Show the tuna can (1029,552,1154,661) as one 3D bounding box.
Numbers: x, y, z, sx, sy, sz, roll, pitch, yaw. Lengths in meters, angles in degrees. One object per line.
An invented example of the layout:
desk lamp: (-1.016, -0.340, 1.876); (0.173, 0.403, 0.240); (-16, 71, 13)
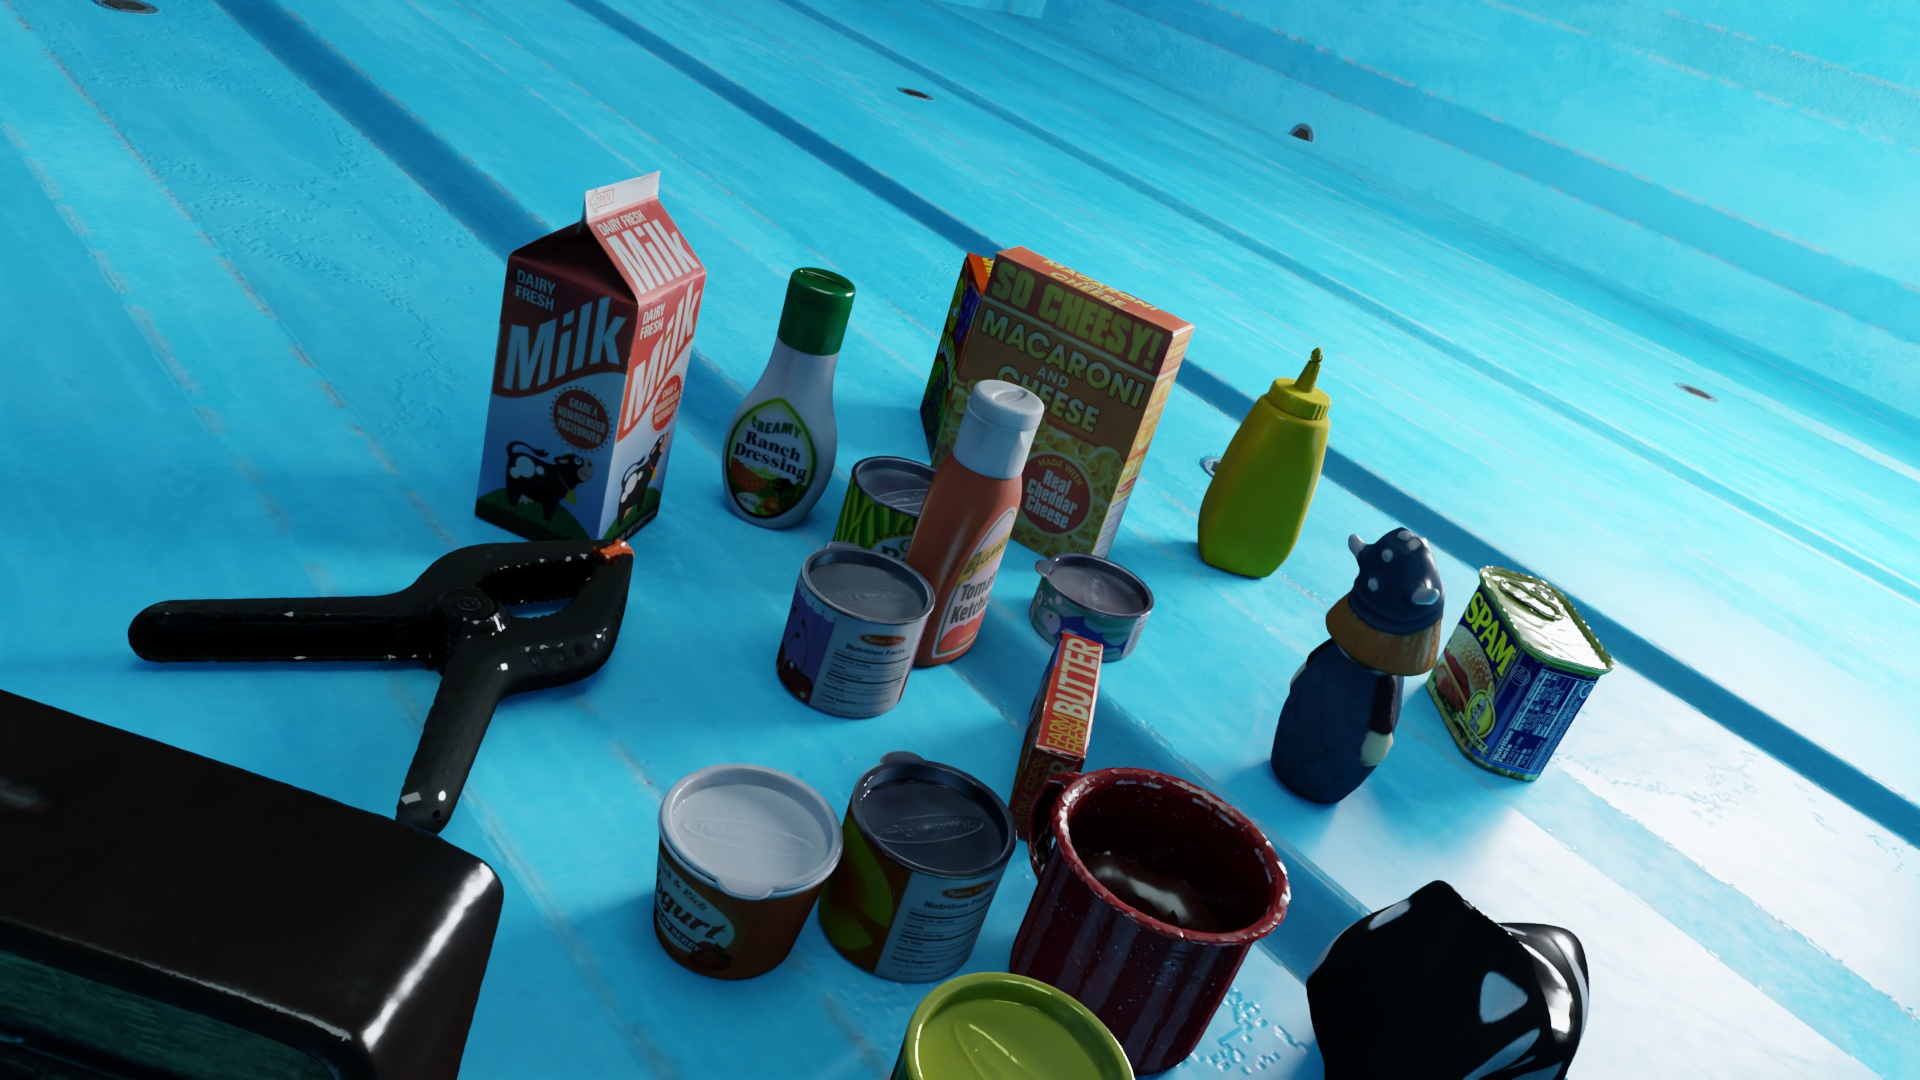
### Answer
tuna can: (0.072, 0.037, 0.794); (0.071, 0.032, 0.071); (14, 28, -7)

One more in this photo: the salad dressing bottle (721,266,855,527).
salad dressing bottle: (-0.094, -0.080, 0.784); (0.064, 0.147, 0.044); (21, 27, 6)

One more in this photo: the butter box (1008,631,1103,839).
butter box: (0.045, 0.091, 0.656); (0.024, 0.053, 0.104); (19, 27, 1)

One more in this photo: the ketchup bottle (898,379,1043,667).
ketchup bottle: (0.003, -0.009, 0.711); (0.043, 0.148, 0.065); (30, 29, 22)

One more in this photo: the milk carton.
milk carton: (-0.185, -0.092, 0.704); (0.073, 0.189, 0.073); (22, 27, 8)

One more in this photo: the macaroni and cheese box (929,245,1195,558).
macaroni and cheese box: (0.057, -0.080, 0.855); (0.124, 0.165, 0.040); (28, 29, 19)

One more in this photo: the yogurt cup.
yogurt cup: (-0.083, 0.124, 0.517); (0.072, 0.053, 0.073); (14, 27, -7)

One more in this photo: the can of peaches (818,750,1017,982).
can of peaches: (-0.019, 0.128, 0.546); (0.071, 0.057, 0.071); (14, 27, -7)

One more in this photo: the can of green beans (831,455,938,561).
can of green beans: (-0.036, -0.007, 0.782); (0.071, 0.057, 0.071); (14, 27, -7)

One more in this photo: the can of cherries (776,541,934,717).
can of cherries: (-0.053, 0.043, 0.680); (0.071, 0.058, 0.072); (14, 27, -7)

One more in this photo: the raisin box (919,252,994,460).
raisin box: (0.008, -0.123, 0.951); (0.040, 0.122, 0.086); (11, 28, -13)

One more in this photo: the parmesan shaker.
parmesan shaker: (0.001, 0.187, 0.400); (0.071, 0.102, 0.071); (14, 27, -8)

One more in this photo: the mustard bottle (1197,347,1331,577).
mustard bottle: (0.205, -0.053, 0.902); (0.065, 0.159, 0.049); (15, 27, -7)
